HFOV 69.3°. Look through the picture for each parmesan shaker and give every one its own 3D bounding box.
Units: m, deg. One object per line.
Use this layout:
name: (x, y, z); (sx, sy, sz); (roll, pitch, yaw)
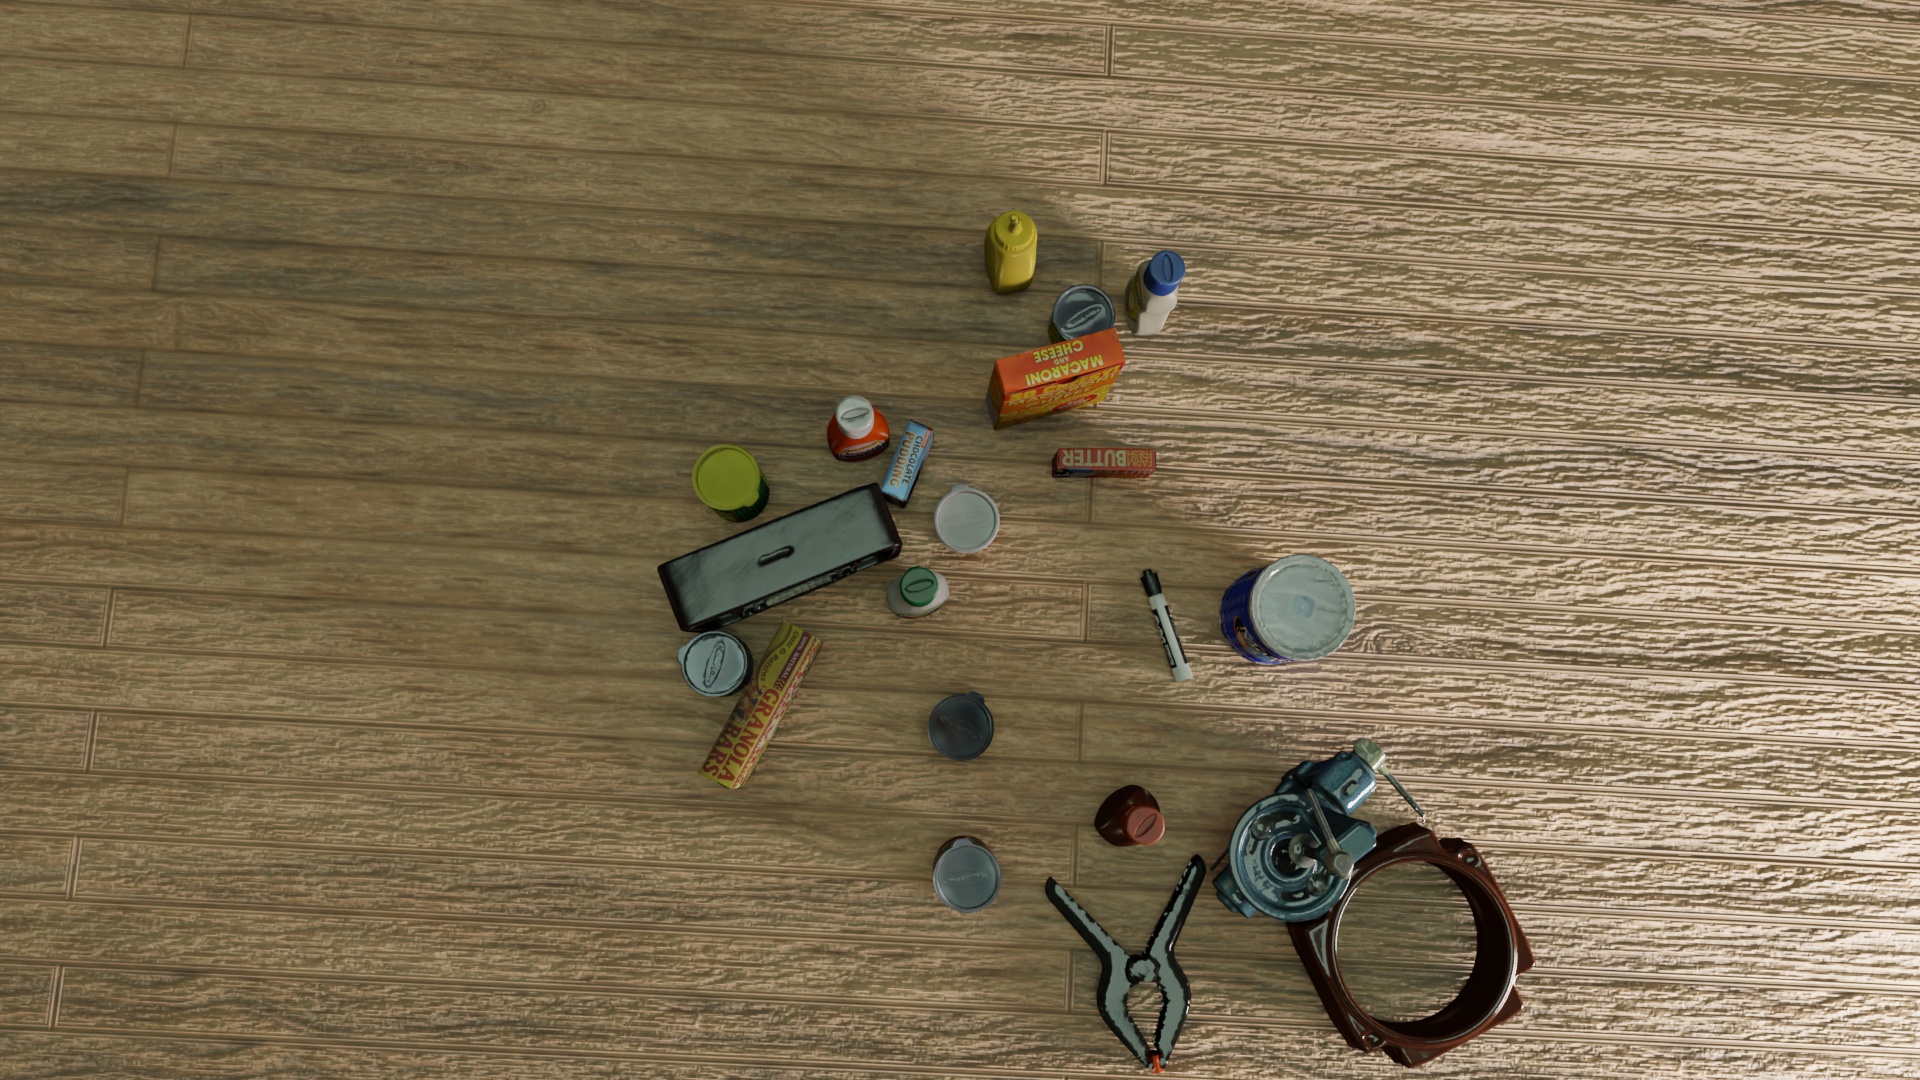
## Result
parmesan shaker: (-0.229, -0.054, 1.409); (0.071, 0.103, 0.071); (0, 83, -2)

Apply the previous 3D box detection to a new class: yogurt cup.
yogurt cup: (0.005, -0.018, 1.438); (0.072, 0.054, 0.072); (0, 83, -2)

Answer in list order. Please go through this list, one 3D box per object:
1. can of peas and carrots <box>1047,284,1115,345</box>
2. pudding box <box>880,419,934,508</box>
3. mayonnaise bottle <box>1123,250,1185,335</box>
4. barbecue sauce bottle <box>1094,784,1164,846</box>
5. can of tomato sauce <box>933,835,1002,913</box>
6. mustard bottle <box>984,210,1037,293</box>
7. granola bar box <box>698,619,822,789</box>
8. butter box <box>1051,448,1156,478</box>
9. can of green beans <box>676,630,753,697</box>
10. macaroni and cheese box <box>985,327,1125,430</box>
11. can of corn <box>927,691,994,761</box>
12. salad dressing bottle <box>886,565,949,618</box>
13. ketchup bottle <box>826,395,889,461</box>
can of peas and carrots: (0.129, -0.229, 1.469); (0.071, 0.058, 0.071); (0, 83, -2)
pudding box: (-0.055, -0.079, 1.446); (0.030, 0.049, 0.084); (22, 82, 1)
mayonnaise bottle: (0.199, -0.259, 1.430); (0.041, 0.148, 0.065); (-6, 83, -3)
barbecue sauce bottle: (0.168, 0.272, 1.359); (0.043, 0.148, 0.065); (45, 84, 3)
can of tomato sauce: (0.005, 0.328, 1.378); (0.071, 0.083, 0.071); (0, 83, -2)
mustard bottle: (0.053, -0.302, 1.424); (0.049, 0.160, 0.065); (-13, 84, -4)
granola bar box: (-0.193, 0.162, 1.372); (0.039, 0.124, 0.166); (28, 83, 2)
butter box: (0.149, -0.081, 1.453); (0.103, 0.053, 0.024); (0, 83, -2)
can of green beans: (-0.246, 0.126, 1.408); (0.071, 0.057, 0.071); (0, 83, -2)
macaroni and cheese box: (0.093, -0.160, 1.404); (0.124, 0.166, 0.040); (-16, 84, -4)
can of corn: (0.001, 0.187, 1.409); (0.071, 0.058, 0.071); (0, 83, -2)
salad dressing bottle: (-0.042, 0.051, 1.380); (0.064, 0.147, 0.044); (-14, 84, -4)
ketchup bottle: (-0.104, -0.114, 1.399); (0.065, 0.148, 0.043); (-15, 84, -4)
